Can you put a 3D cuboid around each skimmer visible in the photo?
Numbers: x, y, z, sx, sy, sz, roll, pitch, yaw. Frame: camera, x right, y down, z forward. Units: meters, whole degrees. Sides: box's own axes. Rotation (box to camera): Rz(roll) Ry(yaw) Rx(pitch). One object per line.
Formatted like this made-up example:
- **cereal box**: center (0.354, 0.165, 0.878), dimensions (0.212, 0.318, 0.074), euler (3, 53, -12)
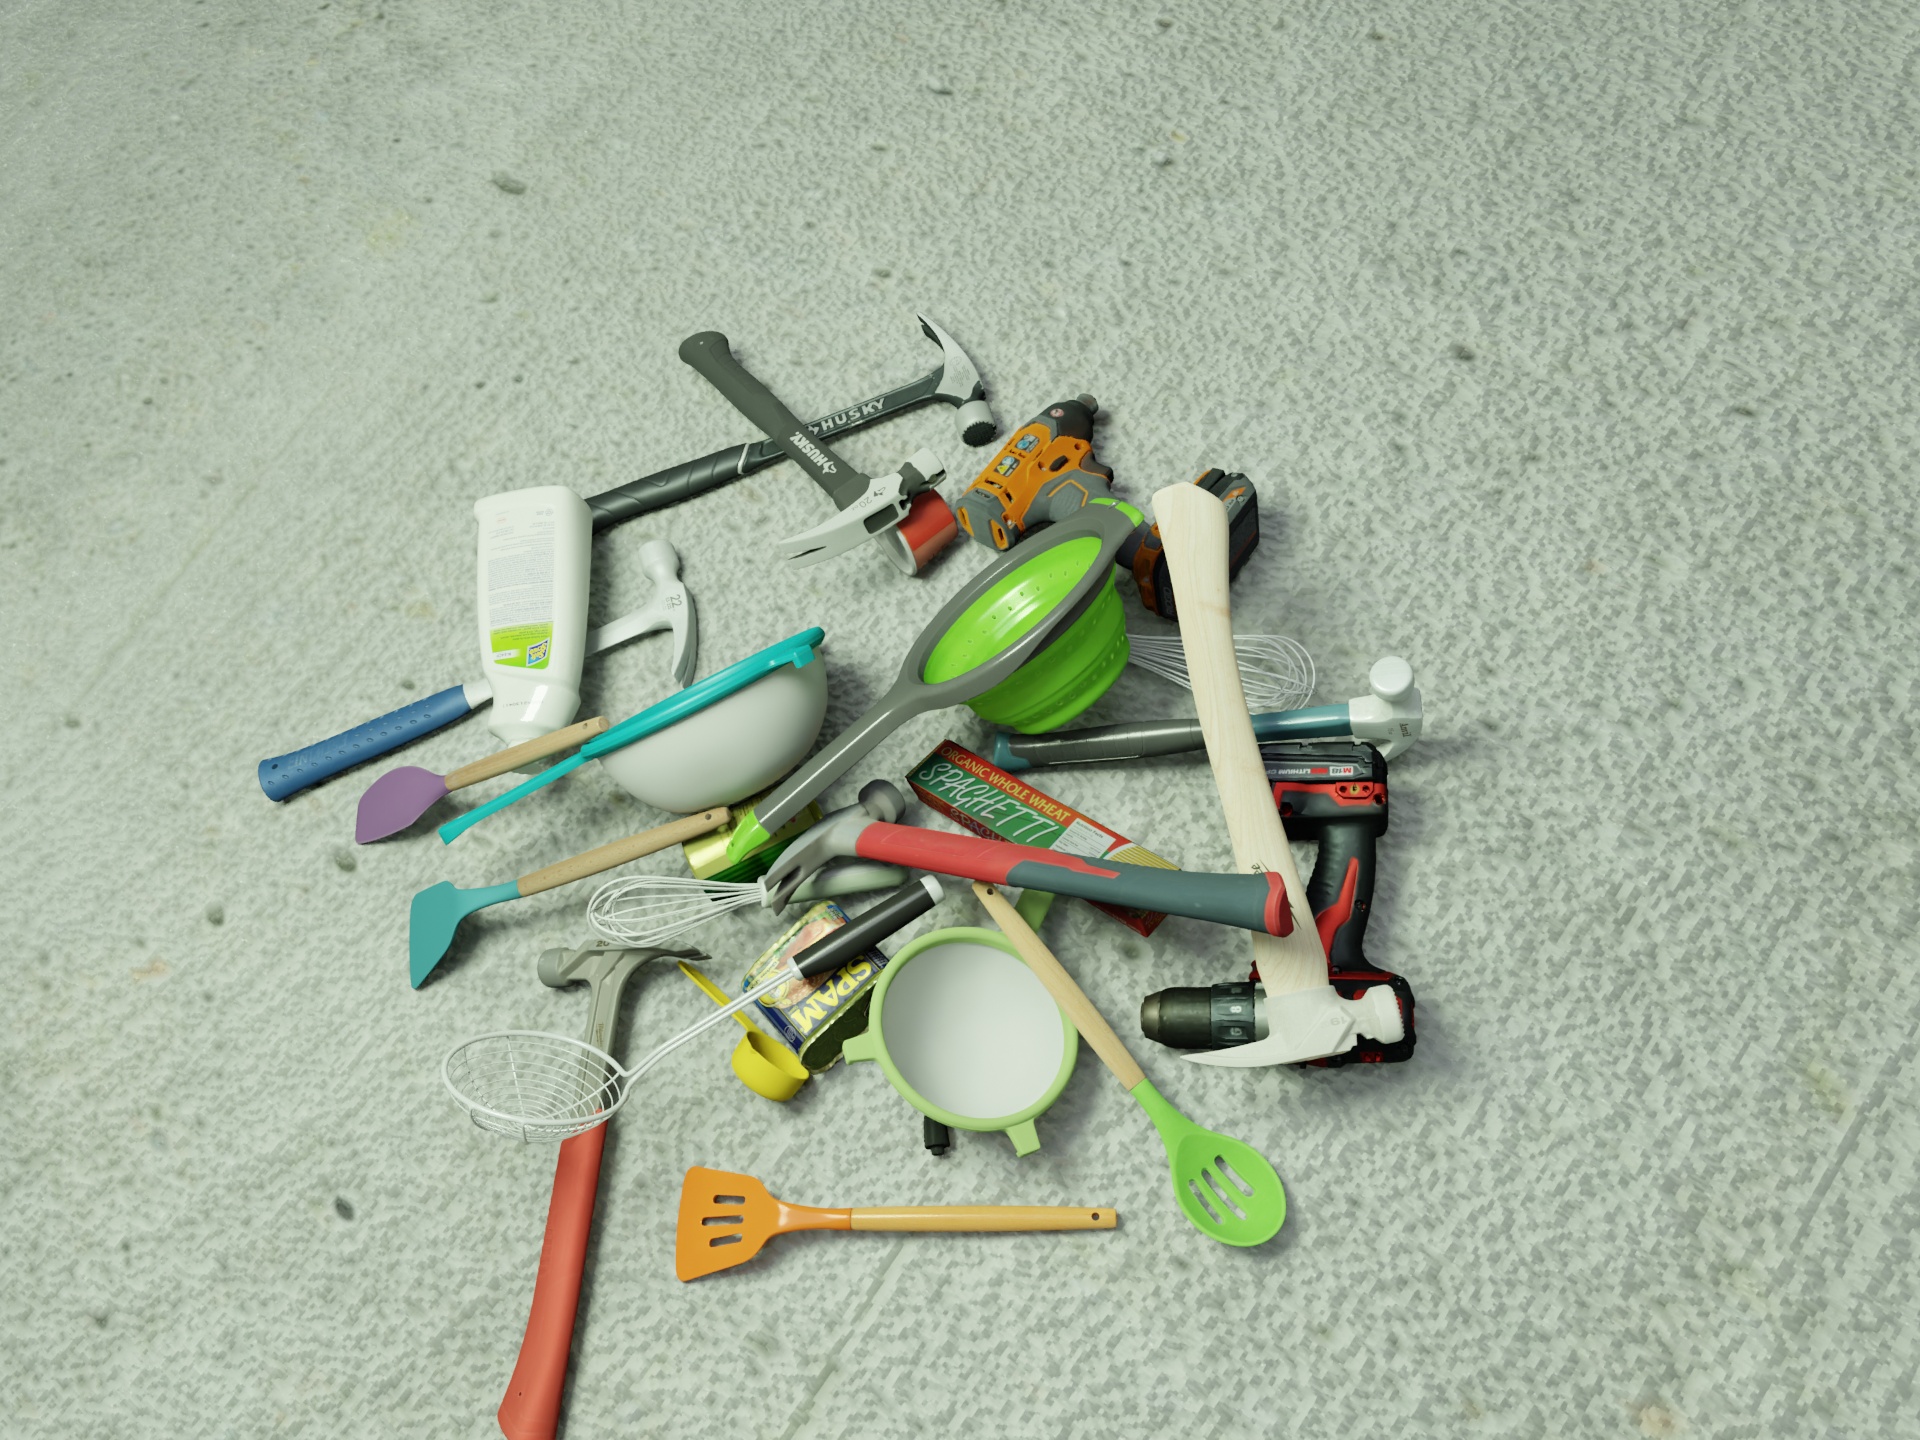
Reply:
- **skimmer**: center (-0.183, 0.187, 1.129), dimensions (0.363, 0.090, 0.127), euler (-30, 25, -8)

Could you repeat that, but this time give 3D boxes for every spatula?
- **spatula**: center (-0.397, 0.042, 1.293), dimensions (0.316, 0.018, 0.060), euler (-18, 64, 33)
- **spatula**: center (-0.318, 0.126, 1.257), dimensions (0.317, 0.044, 0.082), euler (-19, 59, 14)
- **spatula**: center (-0.051, 0.353, 1.126), dimensions (0.322, 0.041, 0.081), euler (-2, 64, 8)

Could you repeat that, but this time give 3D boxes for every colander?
- **colander**: center (-0.002, -0.004, 1.199), dimensions (0.397, 0.094, 0.205), euler (-41, 20, -1)

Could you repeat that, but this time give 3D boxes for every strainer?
- **strainer**: center (0.025, 0.192, 1.167), dimensions (0.151, 0.069, 0.256), euler (27, 53, 3)
- **strainer**: center (-0.239, 0.043, 1.250), dimensions (0.340, 0.211, 0.095), euler (-28, 97, 0)

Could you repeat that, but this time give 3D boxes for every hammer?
- **hammer**: center (-0.178, -0.249, 1.441), dimensions (0.409, 0.036, 0.149), euler (-20, 61, 4)
- **hammer**: center (0.177, 0.010, 1.196), dimensions (0.331, 0.128, 0.033), euler (-6, 62, 21)
- **hammer**: center (0.042, 0.110, 1.090), dimensions (0.386, 0.038, 0.143), euler (6, 33, 38)
- **hammer**: center (-0.160, -0.253, 1.388), dimensions (0.146, 0.035, 0.335), euler (-38, 52, -9)
- **hammer**: center (0.182, 0.031, 1.101), dimensions (0.146, 0.038, 0.411), euler (-13, 74, 6)
- **hammer**: center (-0.418, -0.021, 1.386), dimensions (0.405, 0.035, 0.144), euler (-23, 61, 2)
- **hammer**: center (-0.274, 0.336, 1.167), dimensions (0.149, 0.036, 0.359), euler (-7, 64, 26)

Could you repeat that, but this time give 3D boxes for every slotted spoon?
- **slotted spoon**: center (0.109, 0.232, 1.109), dimensions (0.070, 0.031, 0.314), euler (-33, 73, -22)

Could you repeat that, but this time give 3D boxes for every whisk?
- **whisk**: center (-0.158, 0.130, 1.205), dimensions (0.246, 0.059, 0.058), euler (-8, 26, -17)
- **whisk**: center (0.144, -0.055, 1.262), dimensions (0.285, 0.070, 0.070), euler (15, 69, 25)

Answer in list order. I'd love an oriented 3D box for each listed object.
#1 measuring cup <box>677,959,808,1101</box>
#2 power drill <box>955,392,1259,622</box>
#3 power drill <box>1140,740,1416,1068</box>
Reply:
- **measuring cup**: center (-0.175, 0.234, 1.203), dimensions (0.157, 0.062, 0.029), euler (35, 92, 37)
- **power drill**: center (0.129, -0.185, 1.310), dimensions (0.227, 0.084, 0.164), euler (27, 67, 27)
- **power drill**: center (0.225, 0.134, 1.138), dimensions (0.188, 0.080, 0.227), euler (-2, 67, 13)
